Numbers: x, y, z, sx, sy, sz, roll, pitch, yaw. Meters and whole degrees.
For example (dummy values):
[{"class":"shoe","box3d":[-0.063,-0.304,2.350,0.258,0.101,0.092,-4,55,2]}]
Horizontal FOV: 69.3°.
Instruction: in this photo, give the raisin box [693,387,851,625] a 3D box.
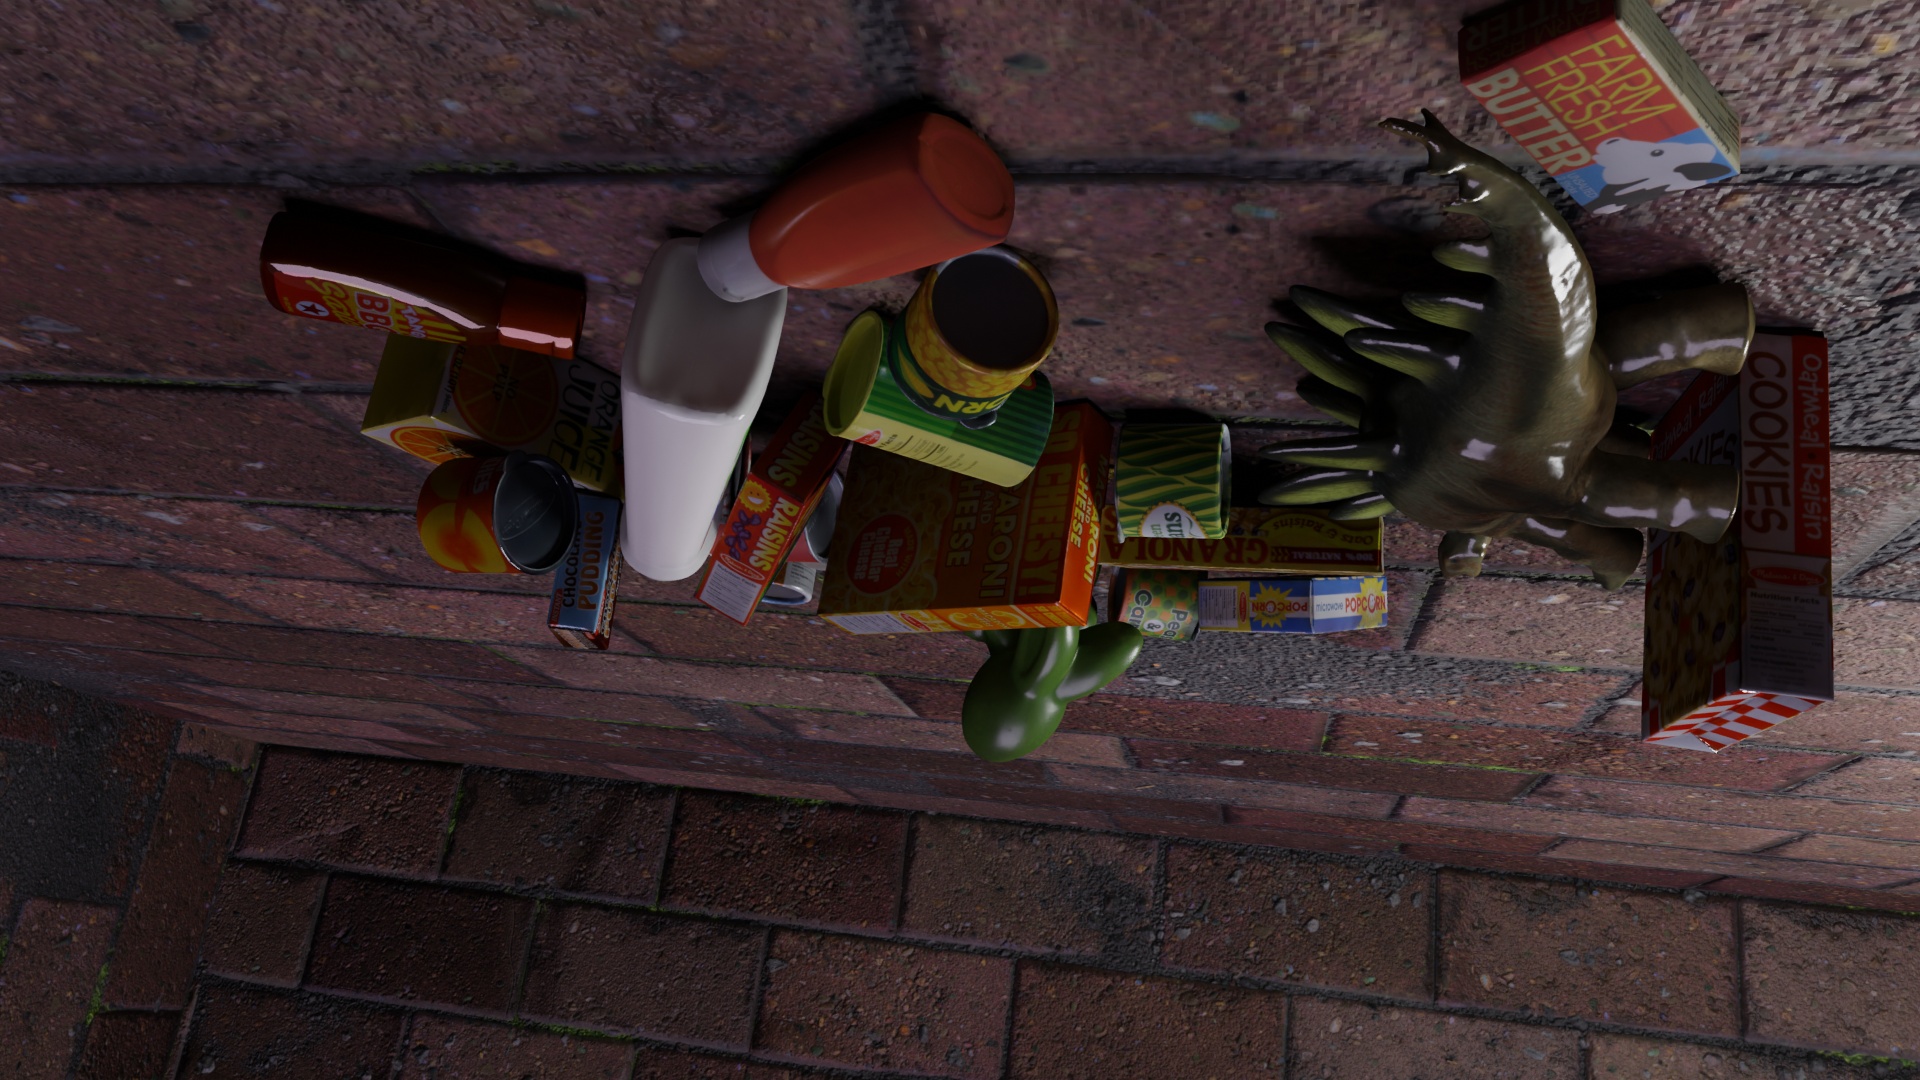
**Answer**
[{"class":"raisin box","box3d":[-0.109,-0.019,0.824,0.040,0.086,0.122,30,134,-3]}]

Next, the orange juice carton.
[{"class":"orange juice carton","box3d":[-0.245,-0.065,0.832,0.073,0.072,0.192,-6,157,38]}]

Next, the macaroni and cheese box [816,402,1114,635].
[{"class":"macaroni and cheese box","box3d":[0.003,-0.010,0.814,0.166,0.124,0.040,-4,155,33]}]

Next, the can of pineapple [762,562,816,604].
[{"class":"can of pineapple","box3d":[-0.143,0.013,1.057,0.071,0.058,0.070,7,162,2]}]

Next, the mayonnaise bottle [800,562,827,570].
[{"class":"mayonnaise bottle","box3d":[-0.054,-0.006,0.993,0.148,0.041,0.064,-7,159,35]}]

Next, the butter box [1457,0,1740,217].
[{"class":"butter box","box3d":[0.215,-0.147,0.466,0.103,0.024,0.053,22,157,-39]}]

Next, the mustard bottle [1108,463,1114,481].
[{"class":"mustard bottle","box3d":[0.038,-0.021,0.869,0.160,0.065,0.049,-18,-170,40]}]

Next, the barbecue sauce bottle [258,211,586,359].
[{"class":"barbecue sauce bottle","box3d":[-0.268,-0.125,0.702,0.149,0.044,0.064,11,161,-12]}]

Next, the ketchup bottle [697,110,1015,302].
[{"class":"ketchup bottle","box3d":[-0.052,-0.133,0.587,0.148,0.043,0.064,-8,155,41]}]

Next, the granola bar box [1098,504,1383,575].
[{"class":"granola bar box","box3d":[0.178,0.000,0.867,0.165,0.039,0.124,2,178,17]}]

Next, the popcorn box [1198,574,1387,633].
[{"class":"popcorn box","box3d":[0.233,0.043,0.966,0.085,0.038,0.127,-3,178,39]}]

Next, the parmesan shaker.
[{"class":"parmesan shaker","box3d":[-0.012,-0.073,0.726,0.103,0.071,0.071,16,160,-26]}]

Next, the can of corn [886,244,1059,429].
[{"class":"can of corn","box3d":[0.006,-0.094,0.643,0.071,0.071,0.058,13,161,-15]}]

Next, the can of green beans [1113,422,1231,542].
[{"class":"can of green beans","box3d":[0.121,-0.034,0.789,0.058,0.071,0.071,2,161,17]}]

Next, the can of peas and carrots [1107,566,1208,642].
[{"class":"can of peas and carrots","box3d":[0.141,0.039,1.000,0.059,0.071,0.070,9,162,-4]}]

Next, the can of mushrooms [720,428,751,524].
[{"class":"can of mushrooms","box3d":[-0.153,-0.046,0.869,0.033,0.071,0.071,7,162,1]}]

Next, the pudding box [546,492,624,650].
[{"class":"pudding box","box3d":[-0.220,0.019,0.823,0.030,0.084,0.049,6,161,-2]}]

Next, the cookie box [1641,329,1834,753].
[{"class":"cookie box","box3d":[0.358,0.004,0.644,0.040,0.168,0.122,7,162,10]}]

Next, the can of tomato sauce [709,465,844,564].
[{"class":"can of tomato sauce","box3d":[-0.127,-0.019,0.938,0.083,0.071,0.071,1,161,21]}]

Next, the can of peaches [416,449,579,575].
[{"class":"can of peaches","box3d":[-0.255,-0.016,0.763,0.058,0.071,0.071,-1,160,26]}]
